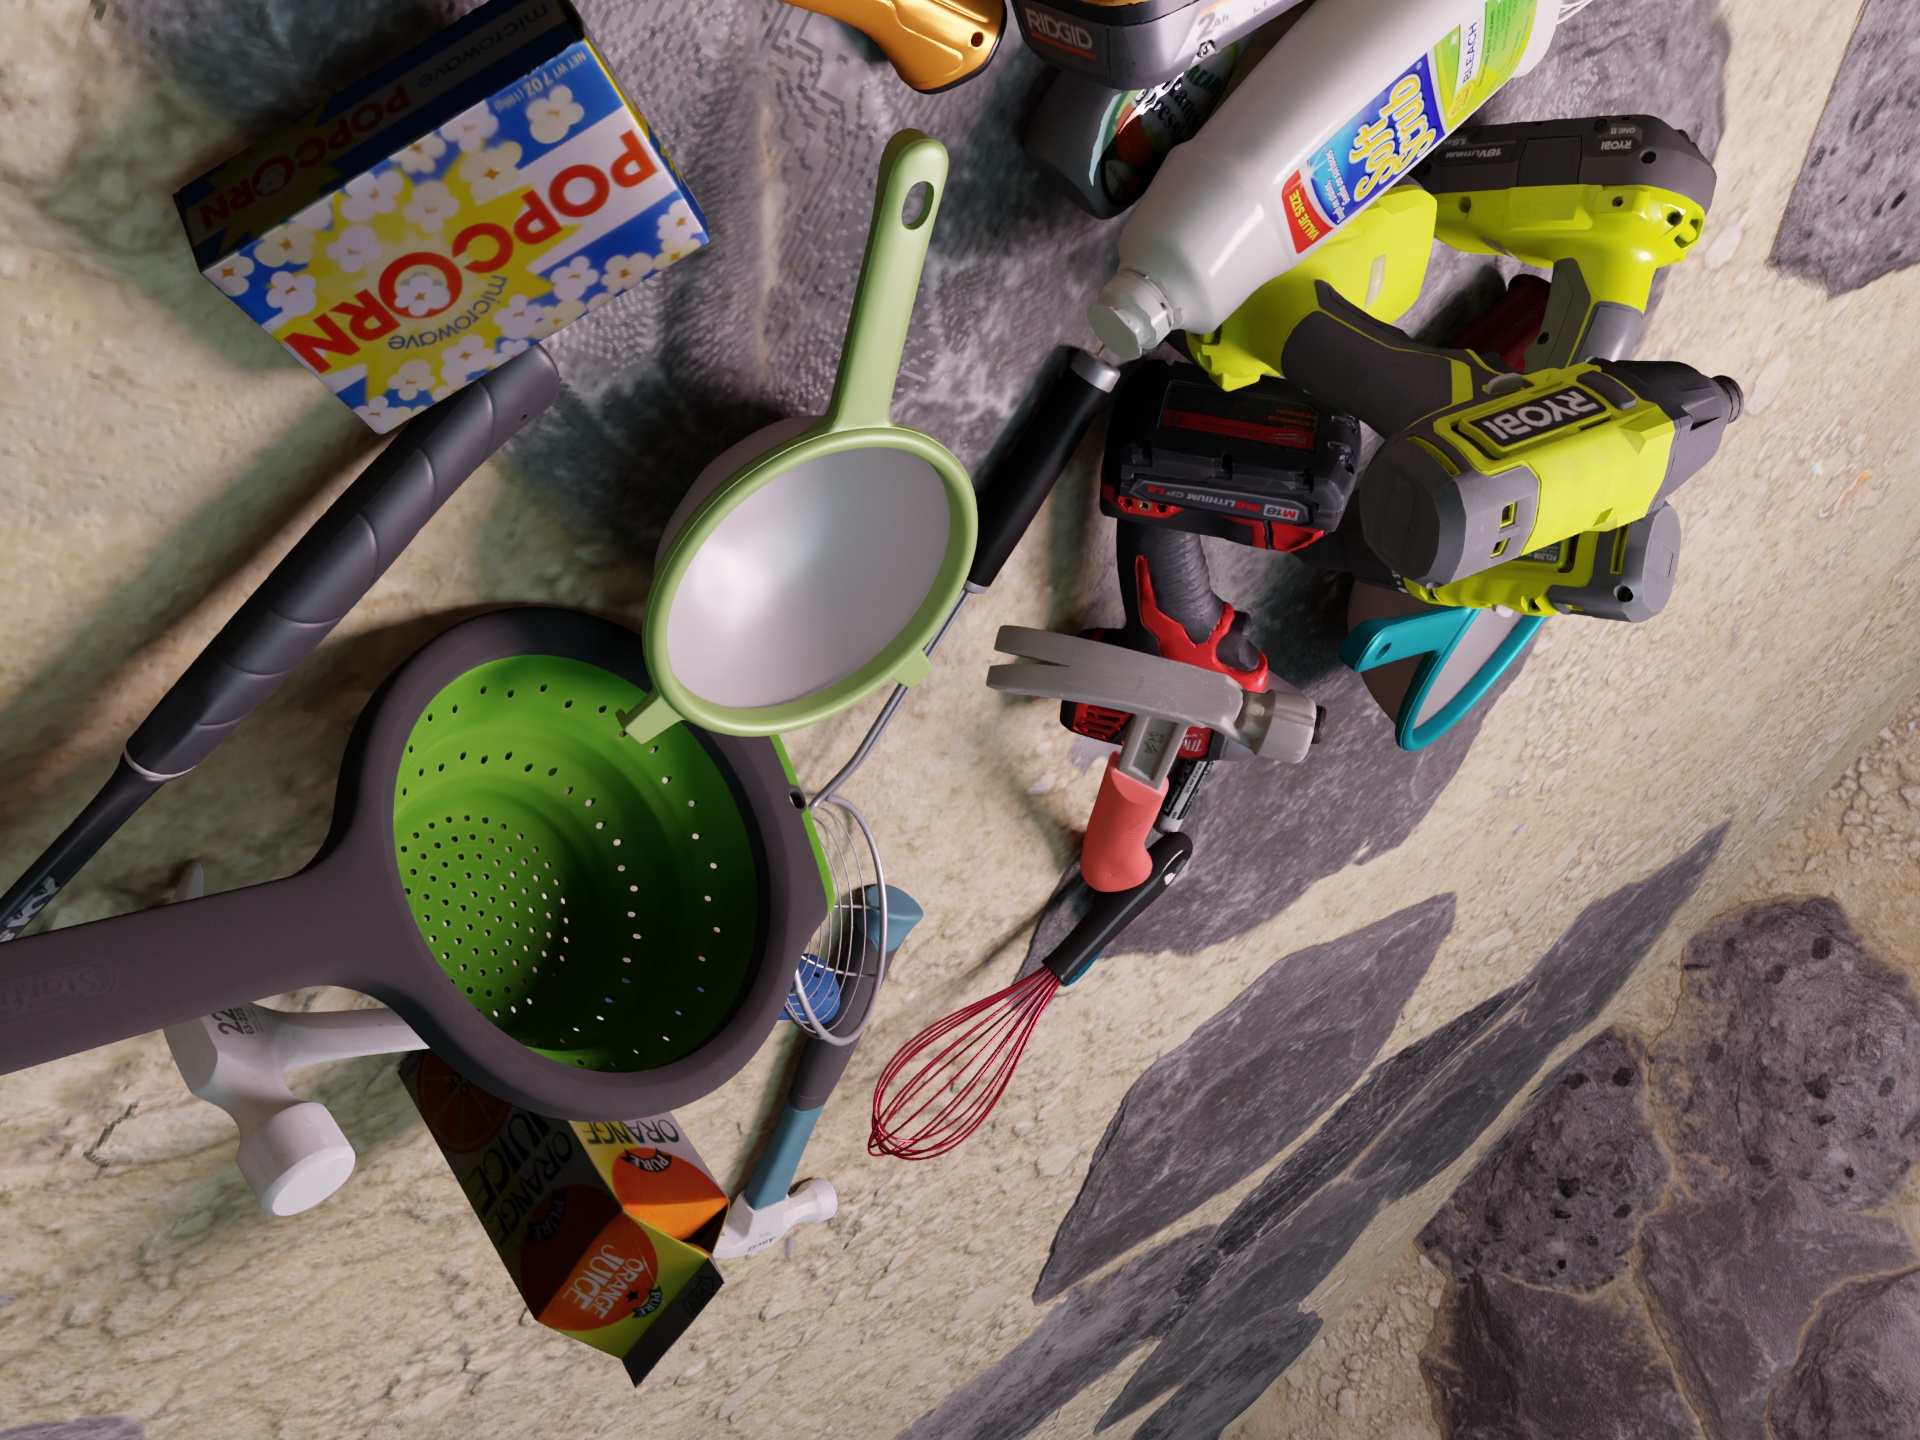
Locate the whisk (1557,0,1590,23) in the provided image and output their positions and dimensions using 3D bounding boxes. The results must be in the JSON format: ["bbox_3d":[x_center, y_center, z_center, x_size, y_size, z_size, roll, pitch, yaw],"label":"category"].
[{"bbox_3d":[0.334,-0.379,0.751,0.246,0.059,0.057,-29,118,-28],"label":"whisk"}]

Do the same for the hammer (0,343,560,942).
[{"bbox_3d":[-0.281,0.023,0.528,0.409,0.036,0.149,-48,179,-1],"label":"hammer"}]

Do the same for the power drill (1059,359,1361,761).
[{"bbox_3d":[0.130,-0.064,0.808,0.219,0.143,0.079,93,12,-47],"label":"power drill"}]

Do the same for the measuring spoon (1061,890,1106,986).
[{"bbox_3d":[0.094,0.148,1.132,0.042,0.021,0.128,-9,144,-31],"label":"measuring spoon"}]

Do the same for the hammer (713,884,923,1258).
[{"bbox_3d":[-0.092,0.229,1.006,0.128,0.033,0.330,-11,135,-41],"label":"hammer"}]

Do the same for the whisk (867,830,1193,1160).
[{"bbox_3d":[0.048,0.180,1.048,0.296,0.073,0.073,-44,148,-7],"label":"whisk"}]

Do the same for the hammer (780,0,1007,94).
[{"bbox_3d":[-0.104,-0.250,0.441,0.336,0.034,0.127,0,129,-47],"label":"hammer"}]

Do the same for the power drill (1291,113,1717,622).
[{"bbox_3d":[0.263,-0.167,0.784,0.080,0.191,0.228,8,94,-50],"label":"power drill"}]

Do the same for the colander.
[{"bbox_3d":[-0.217,0.076,0.573,0.094,0.204,0.397,-26,172,36],"label":"colander"}]

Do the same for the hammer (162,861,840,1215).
[{"bbox_3d":[-0.182,0.131,0.741,0.035,0.144,0.405,-50,156,14],"label":"hammer"}]

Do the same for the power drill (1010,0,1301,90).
[{"bbox_3d":[0.075,-0.338,0.483,0.185,0.084,0.226,-35,138,-15],"label":"power drill"}]

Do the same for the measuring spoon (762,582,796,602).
[{"bbox_3d":[-0.050,-0.064,0.726,0.124,0.018,0.034,-30,145,-18],"label":"measuring spoon"}]

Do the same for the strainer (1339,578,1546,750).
[{"bbox_3d":[0.273,-0.081,0.949,0.340,0.095,0.211,-14,138,-53],"label":"strainer"}]

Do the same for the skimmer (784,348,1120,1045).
[{"bbox_3d":[-0.001,-0.003,0.783,0.363,0.090,0.127,-58,171,19],"label":"skimmer"}]

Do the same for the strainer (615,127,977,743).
[{"bbox_3d":[-0.059,-0.111,0.617,0.151,0.069,0.256,-13,136,-36],"label":"strainer"}]

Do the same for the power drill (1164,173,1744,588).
[{"bbox_3d":[0.203,-0.156,0.684,0.171,0.223,0.080,-21,138,-19],"label":"power drill"}]

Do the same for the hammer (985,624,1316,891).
[{"bbox_3d":[0.085,0.038,0.881,0.359,0.149,0.037,91,13,-72],"label":"hammer"}]
